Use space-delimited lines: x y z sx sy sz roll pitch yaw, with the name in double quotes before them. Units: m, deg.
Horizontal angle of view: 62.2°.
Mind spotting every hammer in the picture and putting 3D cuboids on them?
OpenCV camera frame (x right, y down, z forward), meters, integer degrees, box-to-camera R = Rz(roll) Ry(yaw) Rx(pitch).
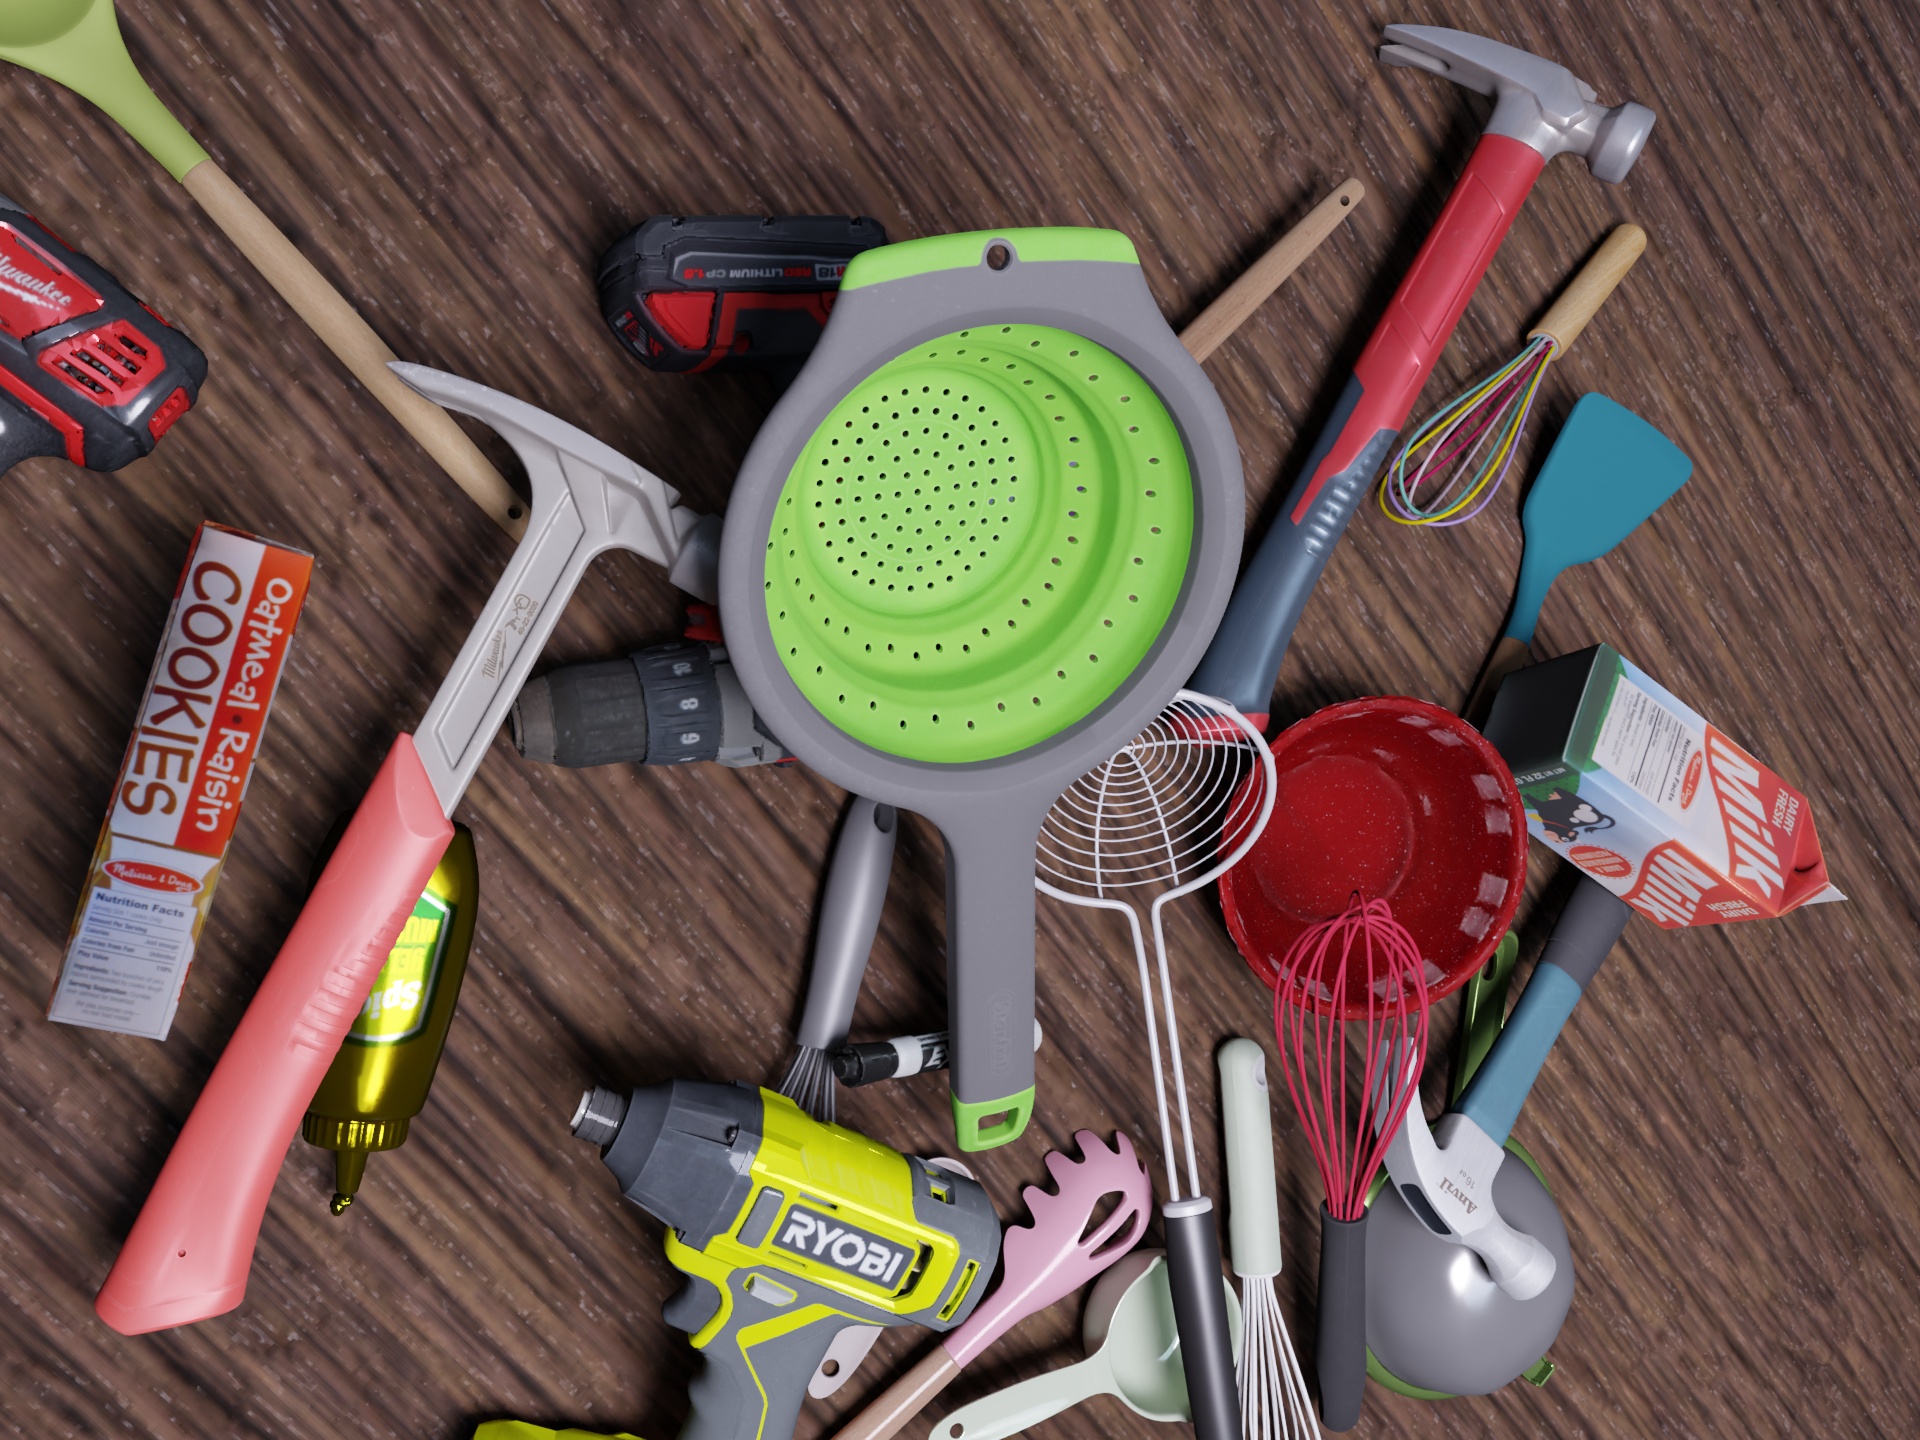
"hammer" -0.224 0.051 0.588 0.149 0.037 0.359 28 85 -6
"hammer" 0.323 0.128 0.841 0.128 0.033 0.331 43 64 -5
"hammer" 0.193 -0.165 0.799 0.143 0.038 0.386 28 86 13

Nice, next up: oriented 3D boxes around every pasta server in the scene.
"pasta server" -0.027 0.309 0.732 0.316 0.040 0.060 -39 104 -14

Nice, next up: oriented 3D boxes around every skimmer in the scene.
"skimmer" 0.098 0.166 0.717 0.127 0.090 0.363 -8 88 -3

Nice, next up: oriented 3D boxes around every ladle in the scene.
"ladle" -0.272 -0.192 0.608 0.078 0.062 0.320 -46 109 -18

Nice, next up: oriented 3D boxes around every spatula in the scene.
"spatula" 0.293 -0.020 0.852 0.082 0.044 0.317 29 81 -17
"spatula" 0.085 -0.157 0.764 0.316 0.018 0.059 -44 104 -9

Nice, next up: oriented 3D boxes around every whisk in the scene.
"whisk" 0.300 -0.190 0.858 0.051 0.047 0.245 47 69 -15
"whisk" 0.148 0.282 0.797 0.057 0.059 0.246 -1 86 -59
"whisk" 0.184 0.218 0.761 0.073 0.073 0.295 -10 110 -22
"whisk" -0.065 0.143 0.705 0.055 0.055 0.239 17 79 -22

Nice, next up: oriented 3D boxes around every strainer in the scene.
"strainer" 0.282 0.239 0.835 0.151 0.069 0.256 9 88 -22

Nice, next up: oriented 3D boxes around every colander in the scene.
"colander" -0.001 -0.002 0.649 0.204 0.095 0.396 -10 118 -18

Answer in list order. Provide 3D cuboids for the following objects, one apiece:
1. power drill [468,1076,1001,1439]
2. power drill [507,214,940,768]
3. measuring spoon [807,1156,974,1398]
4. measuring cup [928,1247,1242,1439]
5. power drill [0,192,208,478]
"power drill" -0.109 0.254 0.631 0.171 0.080 0.223 26 98 -15
"power drill" -0.103 -0.089 0.670 0.188 0.080 0.226 -8 97 -23
"measuring spoon" -0.035 0.256 0.736 0.034 0.018 0.124 34 85 -8
"measuring cup" 0.055 0.305 0.756 0.167 0.038 0.083 -14 93 -22
"power drill" -0.390 -0.092 0.550 0.143 0.078 0.220 41 73 -18
